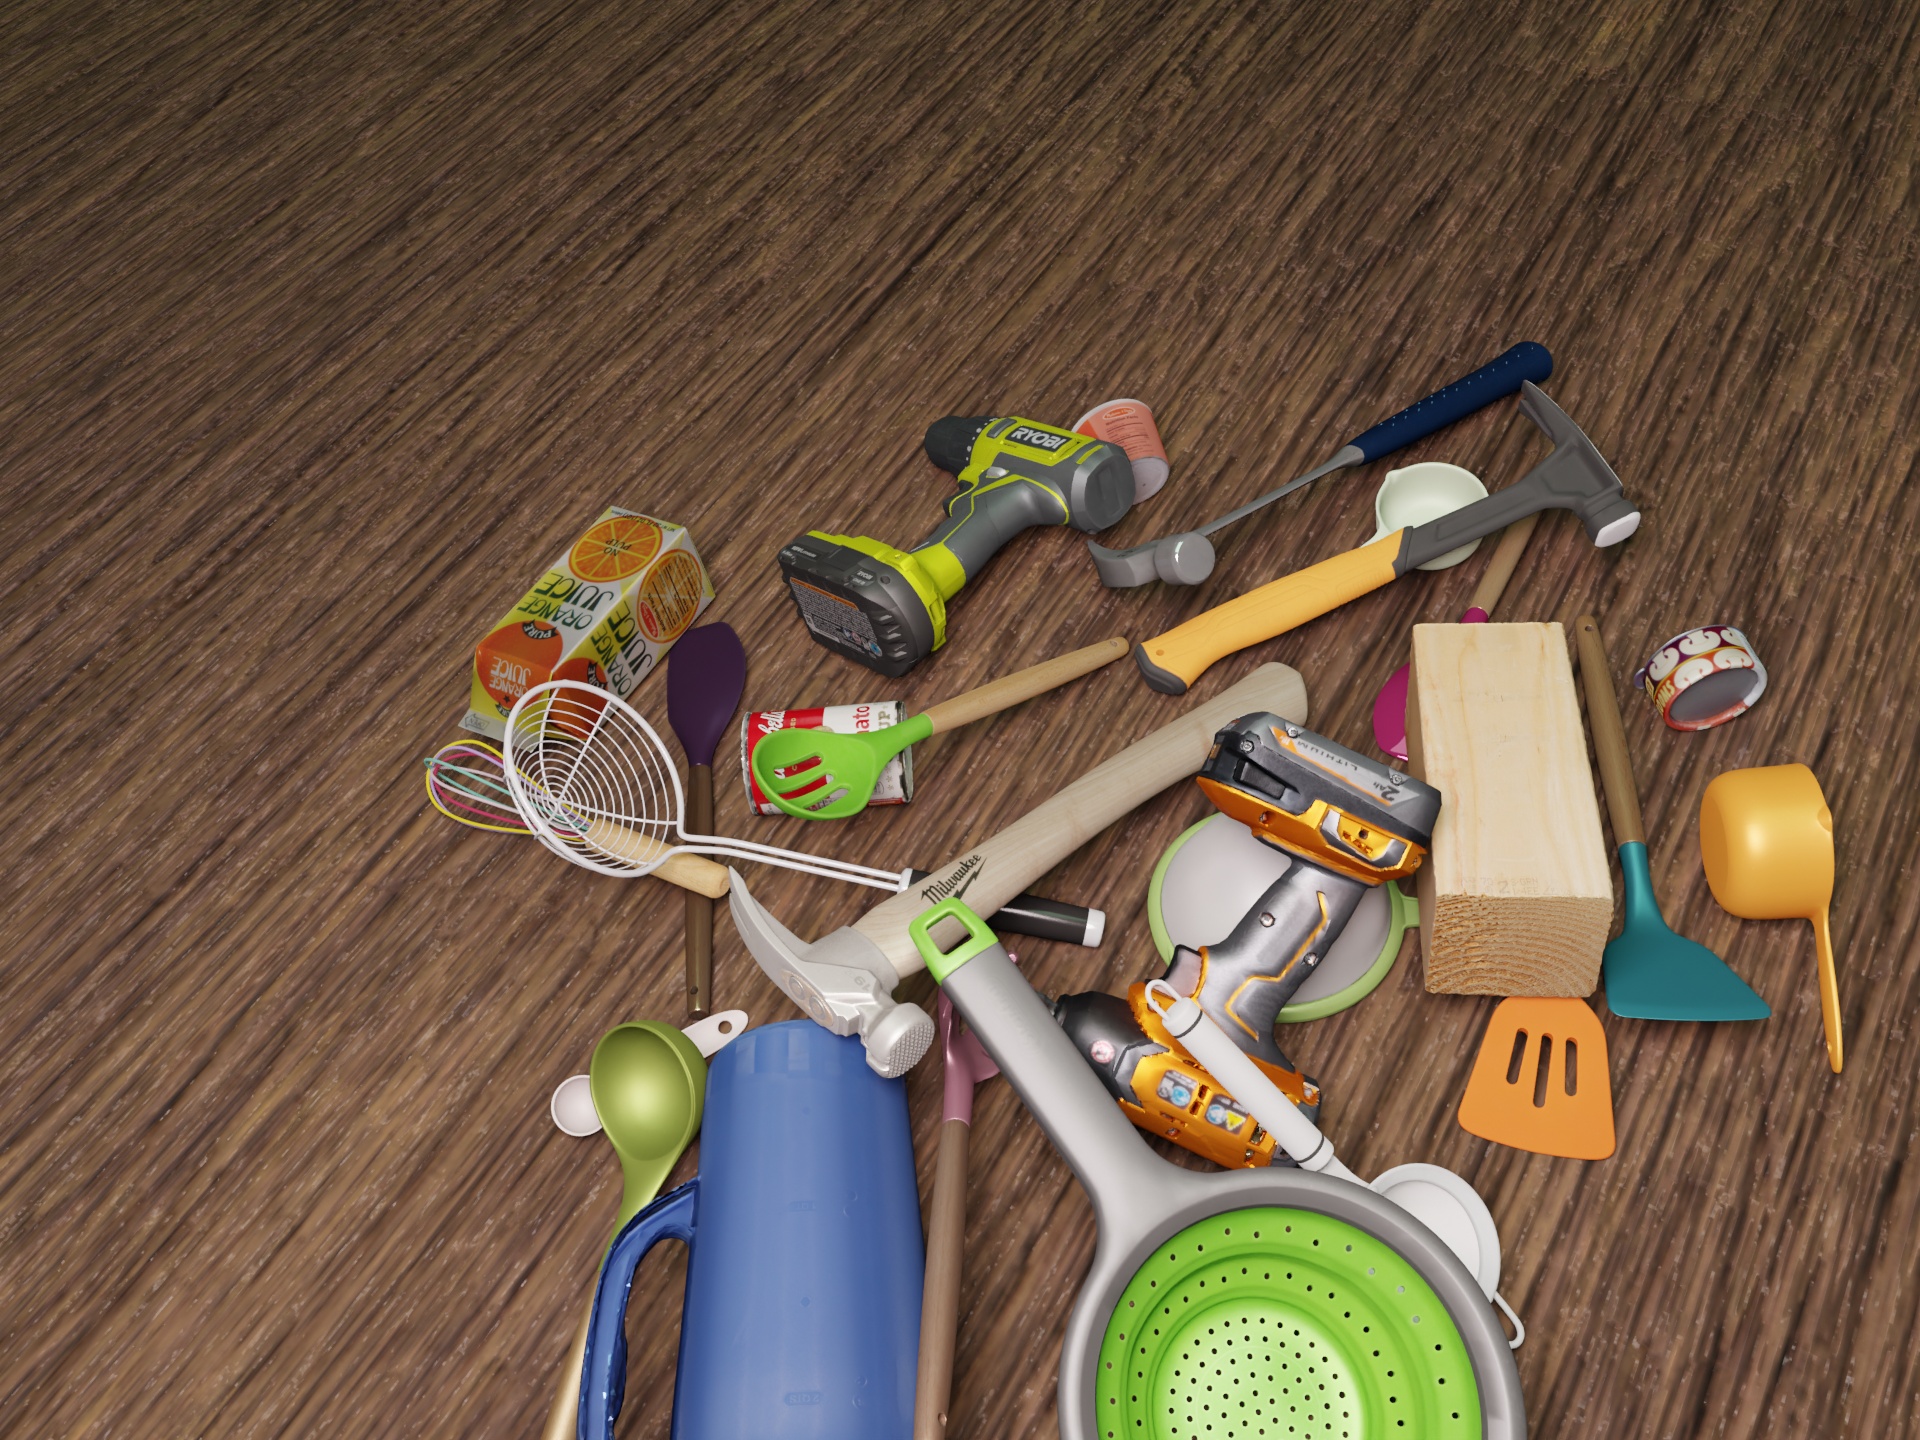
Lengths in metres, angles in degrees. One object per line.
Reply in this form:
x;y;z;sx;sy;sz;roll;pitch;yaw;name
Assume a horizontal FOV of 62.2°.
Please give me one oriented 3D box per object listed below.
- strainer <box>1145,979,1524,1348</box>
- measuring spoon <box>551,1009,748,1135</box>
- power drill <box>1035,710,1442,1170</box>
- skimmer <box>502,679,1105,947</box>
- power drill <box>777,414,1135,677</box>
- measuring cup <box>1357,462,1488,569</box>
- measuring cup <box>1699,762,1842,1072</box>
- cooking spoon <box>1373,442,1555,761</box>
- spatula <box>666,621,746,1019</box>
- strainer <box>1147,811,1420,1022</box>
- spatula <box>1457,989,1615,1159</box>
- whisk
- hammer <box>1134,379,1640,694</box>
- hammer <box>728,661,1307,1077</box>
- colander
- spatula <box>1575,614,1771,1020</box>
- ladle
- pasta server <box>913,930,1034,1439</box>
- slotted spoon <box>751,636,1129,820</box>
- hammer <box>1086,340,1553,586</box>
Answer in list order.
0.181;0.219;0.792;0.258;0.050;0.087;46;69;-7;strainer
-0.180;0.204;0.929;0.124;0.018;0.034;-26;75;-21;measuring spoon
0.140;0.112;0.844;0.164;0.084;0.226;24;89;1;power drill
-0.088;0.064;0.938;0.363;0.090;0.127;13;39;2;skimmer
-0.014;-0.141;1.131;0.228;0.080;0.191;-40;41;-23;power drill
0.295;-0.113;1.108;0.167;0.038;0.083;-38;58;-10;measuring cup
0.454;0.109;0.890;0.052;0.095;0.174;-3;70;12;measuring cup
0.362;-0.090;1.088;0.069;0.017;0.319;22;58;22;cooking spoon
-0.168;0.053;1.041;0.060;0.018;0.316;-14;50;9;spatula
0.147;0.125;0.911;0.256;0.069;0.152;-37;57;-23;strainer
0.349;0.100;0.938;0.081;0.041;0.323;9;49;14;spatula
-0.250;0.062;1.018;0.245;0.051;0.047;18;54;23;whisk
0.271;-0.110;1.068;0.337;0.034;0.127;-25;63;0;hammer
0.059;0.052;0.937;0.410;0.038;0.146;-29;53;-35;hammer
0.098;0.257;0.761;0.204;0.094;0.397;-32;68;-14;colander
0.404;0.049;0.956;0.082;0.044;0.318;-1;51;8;spatula
-0.196;0.308;0.816;0.078;0.062;0.320;-10;51;32;ladle
0.001;0.225;0.812;0.040;0.060;0.316;-36;23;23;pasta server
-0.002;-0.003;0.997;0.313;0.031;0.070;-23;62;-38;slotted spoon
0.267;-0.185;1.138;0.405;0.035;0.144;-28;14;-23;hammer
